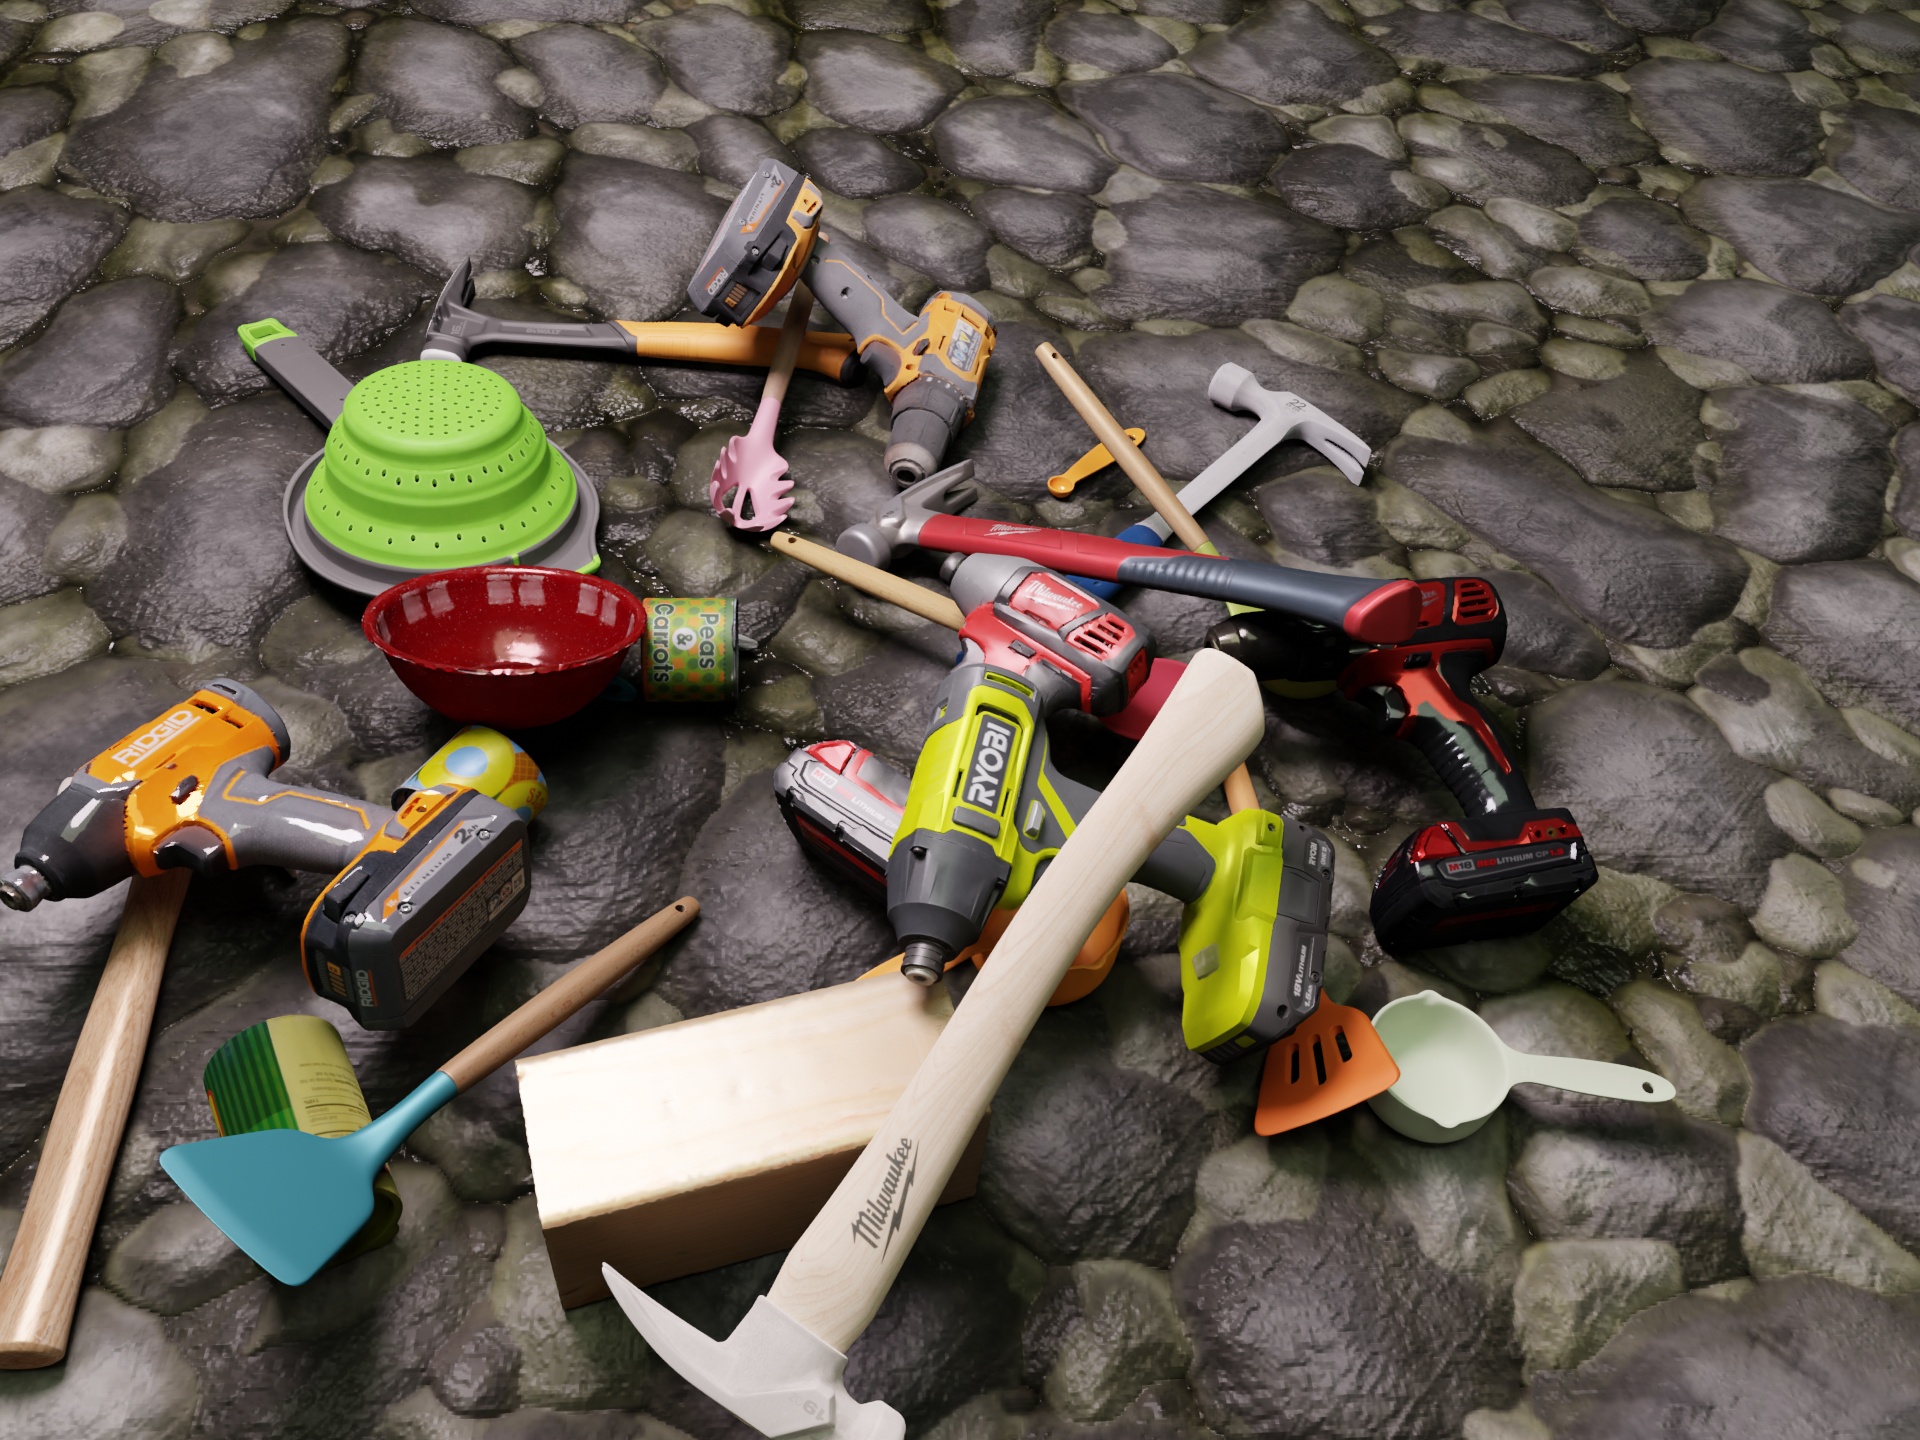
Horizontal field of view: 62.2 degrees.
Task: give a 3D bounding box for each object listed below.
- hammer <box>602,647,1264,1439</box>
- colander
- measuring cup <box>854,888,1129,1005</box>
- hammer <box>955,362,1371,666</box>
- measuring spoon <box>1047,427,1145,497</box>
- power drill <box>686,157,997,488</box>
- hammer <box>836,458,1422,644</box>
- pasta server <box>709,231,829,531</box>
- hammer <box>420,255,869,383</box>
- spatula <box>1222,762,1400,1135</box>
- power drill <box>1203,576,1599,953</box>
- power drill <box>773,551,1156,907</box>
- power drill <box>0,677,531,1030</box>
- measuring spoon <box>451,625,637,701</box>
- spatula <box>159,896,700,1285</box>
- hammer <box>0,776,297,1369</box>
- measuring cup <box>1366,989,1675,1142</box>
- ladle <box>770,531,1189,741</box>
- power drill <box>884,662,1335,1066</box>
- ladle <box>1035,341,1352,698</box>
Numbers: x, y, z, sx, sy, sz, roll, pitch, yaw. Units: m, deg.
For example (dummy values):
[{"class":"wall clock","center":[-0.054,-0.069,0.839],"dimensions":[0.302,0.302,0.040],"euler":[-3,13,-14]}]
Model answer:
[{"class":"hammer","center":[0.012,0.126,0.729],"dimensions":[0.146,0.038,0.411],"euler":[36,72,-3]},{"class":"colander","center":[-0.401,-0.218,1.094],"dimensions":[0.204,0.094,0.397],"euler":[-28,53,-34]},{"class":"measuring cup","center":[0.011,0.130,0.869],"dimensions":[0.173,0.052,0.095],"euler":[-23,55,-23]},{"class":"hammer","center":[0.144,-0.135,1.135],"dimensions":[0.144,0.035,0.405],"euler":[33,53,22]},{"class":"measuring spoon","center":[0.104,-0.195,1.206],"dimensions":[0.021,0.011,0.117],"euler":[34,49,23]},{"class":"power drill","center":[-0.083,-0.283,1.168],"dimensions":[0.226,0.084,0.185],"euler":[31,50,-21]},{"class":"hammer","center":[0.110,-0.107,1.012],"dimensions":[0.386,0.038,0.143],"euler":[14,37,35]},{"class":"pasta server","center":[-0.132,-0.259,1.184],"dimensions":[0.060,0.040,0.316],"euler":[25,55,-20]},{"class":"hammer","center":[-0.239,-0.301,1.244],"dimensions":[0.337,0.034,0.127],"euler":[4,49,-4]},{"class":"spatula","center":[0.177,0.095,0.924],"dimensions":[0.081,0.041,0.323],"euler":[-27,43,18]},{"class":"power drill","center":[0.257,0.017,0.946],"dimensions":[0.188,0.080,0.227],"euler":[-7,63,-11]},{"class":"power drill","center":[-0.001,-0.003,0.929],"dimensions":[0.143,0.078,0.220],"euler":[33,69,21]},{"class":"power drill","center":[-0.356,0.071,0.811],"dimensions":[0.226,0.084,0.164],"euler":[20,40,15]},{"class":"measuring spoon","center":[-0.267,-0.031,1.011],"dimensions":[0.128,0.021,0.042],"euler":[19,51,-2]},{"class":"spatula","center":[-0.226,0.157,0.770],"dimensions":[0.082,0.044,0.317],"euler":[37,37,12]},{"class":"hammer","center":[-0.425,0.157,0.806],"dimensions":[0.130,0.031,0.332],"euler":[-1,48,-7]},{"class":"measuring cup","center":[0.295,0.195,0.853],"dimensions":[0.167,0.038,0.083],"euler":[8,47,-2]},{"class":"ladle","center":[0.015,-0.057,1.008],"dimensions":[0.315,0.031,0.069],"euler":[24,55,15]},{"class":"power drill","center":[0.073,0.086,0.819],"dimensions":[0.223,0.080,0.171],"euler":[23,56,-12]},{"class":"ladle","center":[0.152,-0.144,1.077],"dimensions":[0.078,0.062,0.320],"euler":[-28,74,-30]}]
